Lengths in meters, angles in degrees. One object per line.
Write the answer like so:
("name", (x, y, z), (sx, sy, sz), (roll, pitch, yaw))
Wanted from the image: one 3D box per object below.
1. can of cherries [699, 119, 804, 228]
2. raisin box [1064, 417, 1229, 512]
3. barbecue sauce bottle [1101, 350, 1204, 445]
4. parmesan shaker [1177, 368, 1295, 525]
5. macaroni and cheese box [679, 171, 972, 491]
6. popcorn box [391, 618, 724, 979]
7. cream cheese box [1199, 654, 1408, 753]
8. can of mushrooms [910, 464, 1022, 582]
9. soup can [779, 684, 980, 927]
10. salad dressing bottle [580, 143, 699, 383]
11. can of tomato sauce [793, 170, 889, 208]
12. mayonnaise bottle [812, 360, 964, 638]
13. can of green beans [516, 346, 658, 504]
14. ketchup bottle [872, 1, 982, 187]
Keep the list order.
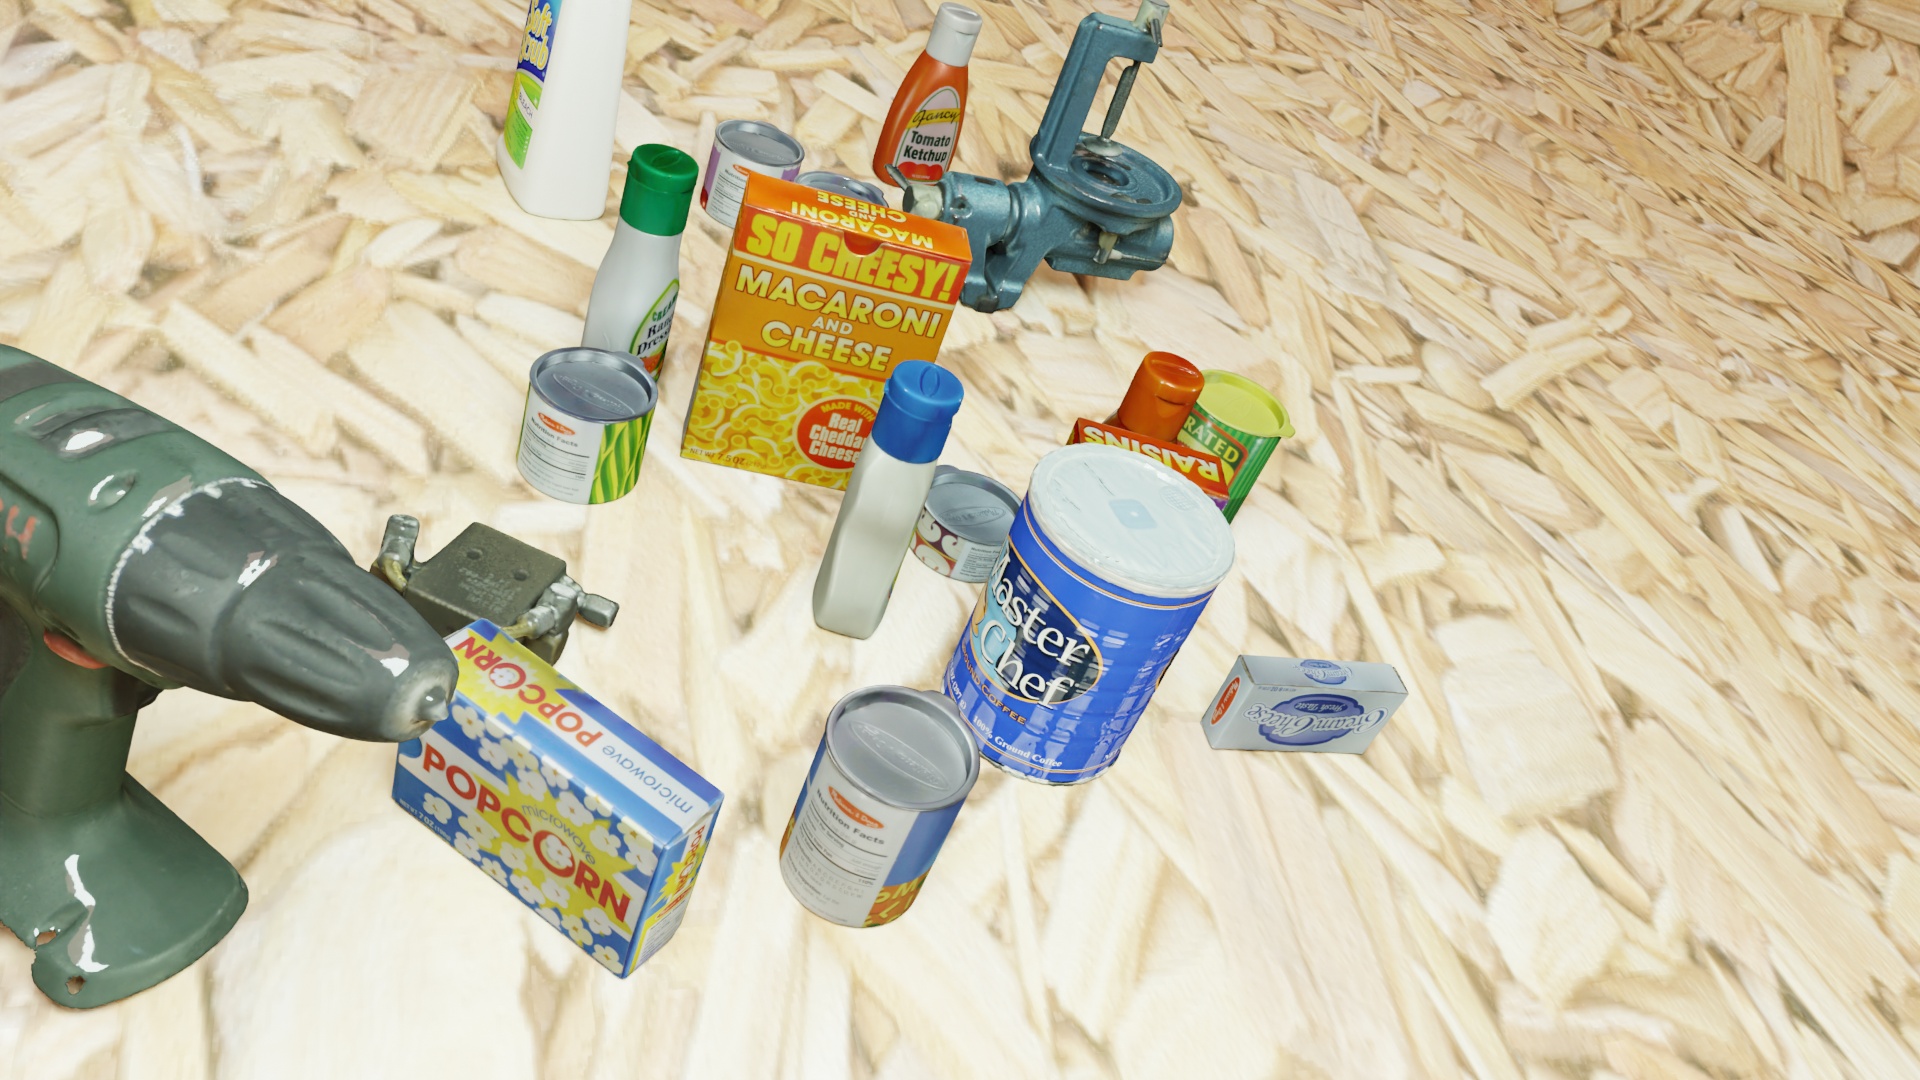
("can of cherries", (-0.153, -0.269, 1.024), (0.071, 0.058, 0.072), (15, 37, -11))
("raisin box", (0.081, 0.001, 0.759), (0.086, 0.122, 0.040), (16, 37, -10))
("barbecue sauce bottle", (0.092, -0.038, 0.792), (0.065, 0.147, 0.044), (15, 37, -11))
("parmesan shaker", (0.156, -0.045, 0.872), (0.071, 0.102, 0.072), (15, 37, -11))
("macaroni and cheese box", (-0.078, -0.108, 0.774), (0.124, 0.165, 0.040), (11, 38, -16))
("popcorn box", (-0.159, 0.100, 0.540), (0.127, 0.084, 0.038), (33, 37, 13))
("cream cheese box", (0.188, 0.091, 0.761), (0.104, 0.053, 0.024), (5, 40, -23))
("can of mushrooms", (0.003, -0.010, 0.805), (0.071, 0.033, 0.071), (15, 37, -11))
("soup can", (-0.034, 0.112, 0.592), (0.071, 0.083, 0.072), (15, 37, -11))
("salad dressing bottle", (-0.181, -0.150, 0.787), (0.044, 0.146, 0.064), (27, 36, 4))
("can of tomato sauce", (-0.091, -0.200, 0.951), (0.071, 0.082, 0.071), (15, 37, -11))
("mayonnaise bottle", (-0.038, -0.021, 0.702), (0.041, 0.147, 0.065), (17, 37, -8))
("can of green beans", (-0.200, -0.061, 0.742), (0.071, 0.057, 0.071), (15, 37, -11))
("ketchup bottle", (-0.023, -0.360, 1.131), (0.065, 0.148, 0.044), (-2, 43, -30))
